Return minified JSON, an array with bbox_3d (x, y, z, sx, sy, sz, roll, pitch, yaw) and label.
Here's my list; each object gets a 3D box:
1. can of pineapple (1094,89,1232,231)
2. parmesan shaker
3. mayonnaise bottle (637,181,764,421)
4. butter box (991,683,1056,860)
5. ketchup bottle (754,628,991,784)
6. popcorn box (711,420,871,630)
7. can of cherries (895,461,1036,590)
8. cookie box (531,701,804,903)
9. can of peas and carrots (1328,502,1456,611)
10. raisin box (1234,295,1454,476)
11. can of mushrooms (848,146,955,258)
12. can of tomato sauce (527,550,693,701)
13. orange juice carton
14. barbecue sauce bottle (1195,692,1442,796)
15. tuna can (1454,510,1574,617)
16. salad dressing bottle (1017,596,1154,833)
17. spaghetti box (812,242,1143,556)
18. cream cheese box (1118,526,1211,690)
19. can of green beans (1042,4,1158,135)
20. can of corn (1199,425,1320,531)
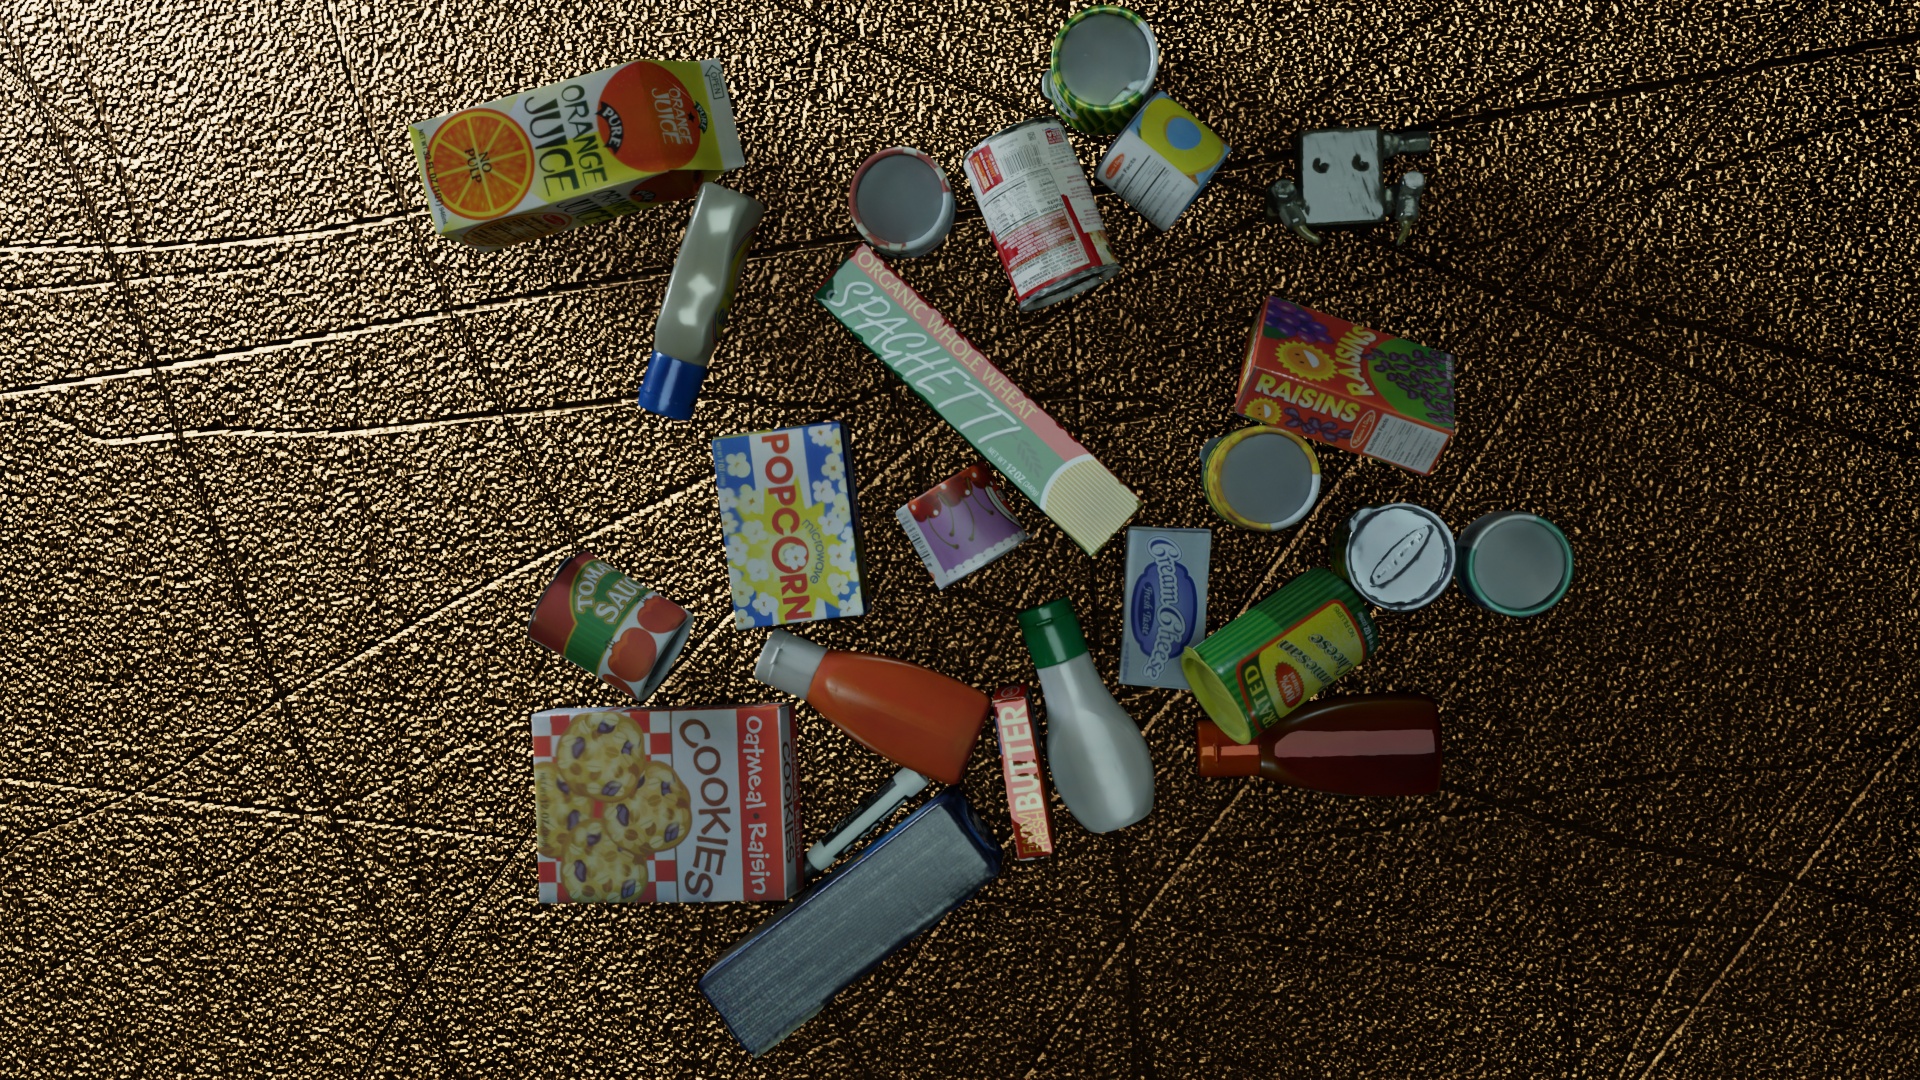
[{"bbox_3d":[0.127,-0.236,0.862,0.058,0.071,0.071,39,94,1],"label":"can of pineapple"},{"bbox_3d":[0.196,0.068,0.854,0.103,0.071,0.071,-33,90,-11],"label":"parmesan shaker"},{"bbox_3d":[-0.167,-0.151,0.886,0.041,0.065,0.148,19,97,-1],"label":"mayonnaise bottle"},{"bbox_3d":[0.041,0.146,0.887,0.024,0.053,0.103,-9,92,6],"label":"butter box"},{"bbox_3d":[-0.058,0.101,0.895,0.149,0.043,0.065,23,79,3],"label":"ketchup bottle"},{"bbox_3d":[-0.108,-0.010,0.898,0.085,0.038,0.126,-7,92,3],"label":"popcorn box"},{"bbox_3d":[0.003,-0.011,0.878,0.071,0.071,0.058,-30,89,4],"label":"can of cherries"},{"bbox_3d":[-0.189,0.169,0.901,0.167,0.040,0.123,-3,88,9],"label":"cookie box"},{"bbox_3d":[0.265,0.007,0.865,0.071,0.059,0.071,0,92,4],"label":"can of peas and carrots"},{"bbox_3d":[0.235,-0.096,0.850,0.123,0.086,0.039,19,134,2],"label":"raisin box"},{"bbox_3d":[-0.039,-0.217,0.889,0.071,0.033,0.071,0,93,4],"label":"can of mushrooms"},{"bbox_3d":[-0.223,0.054,0.892,0.083,0.071,0.071,30,94,1],"label":"can of tomato sauce"},{"bbox_3d":[-0.236,-0.246,0.880,0.193,0.073,0.071,-15,91,4],"label":"orange juice carton"},{"bbox_3d":[0.225,0.130,0.880,0.148,0.044,0.065,-2,92,4],"label":"barbecue sauce bottle"},{"bbox_3d":[0.348,0.017,0.873,0.071,0.033,0.071,0,92,4],"label":"tuna can"},{"bbox_3d":[0.078,0.110,0.889,0.064,0.044,0.147,-20,90,11],"label":"salad dressing bottle"},{"bbox_3d":[0.011,-0.091,0.892,0.250,0.029,0.050,43,93,1],"label":"spaghetti box"},{"bbox_3d":[0.130,0.043,0.892,0.053,0.024,0.103,3,92,2],"label":"cream cheese box"},{"bbox_3d":[0.089,-0.292,0.865,0.071,0.058,0.071,0,92,4],"label":"can of green beans"},{"bbox_3d":[0.185,-0.040,0.868,0.071,0.058,0.071,0,92,3],"label":"can of corn"}]
